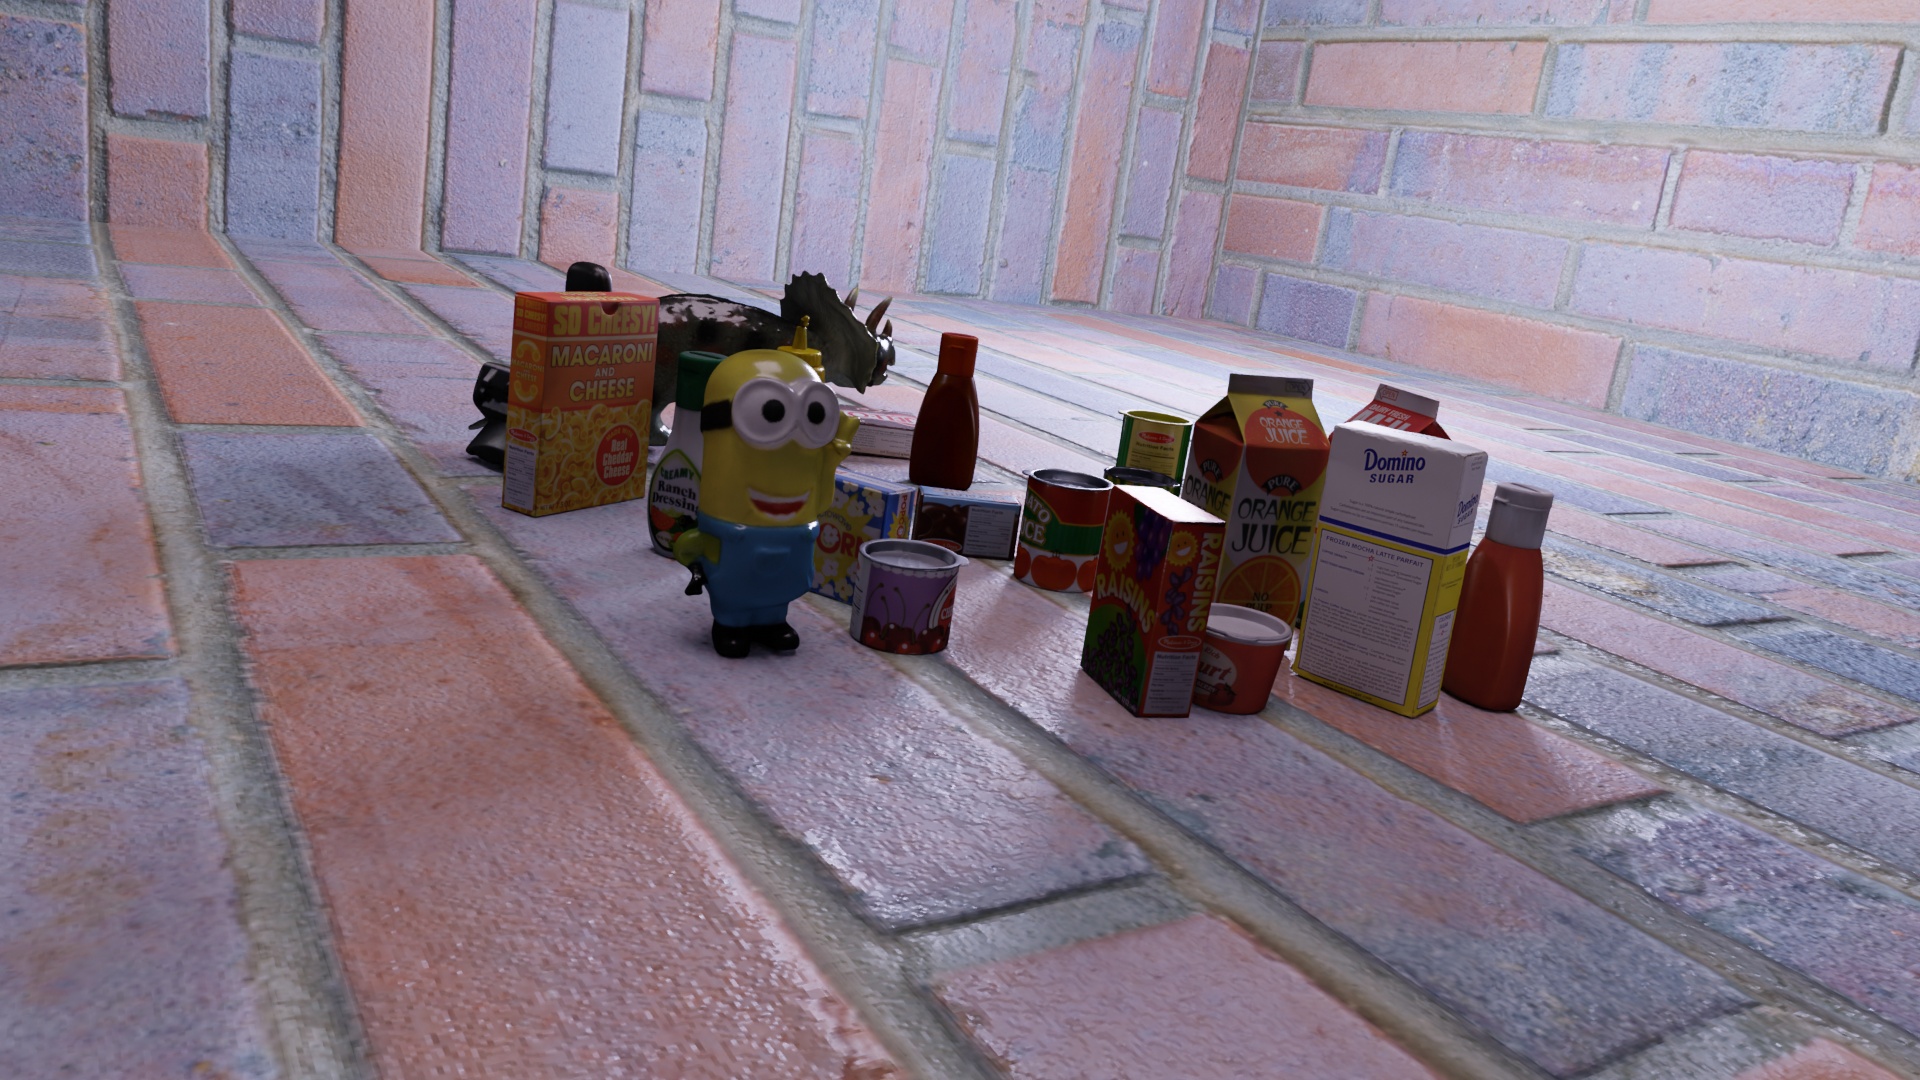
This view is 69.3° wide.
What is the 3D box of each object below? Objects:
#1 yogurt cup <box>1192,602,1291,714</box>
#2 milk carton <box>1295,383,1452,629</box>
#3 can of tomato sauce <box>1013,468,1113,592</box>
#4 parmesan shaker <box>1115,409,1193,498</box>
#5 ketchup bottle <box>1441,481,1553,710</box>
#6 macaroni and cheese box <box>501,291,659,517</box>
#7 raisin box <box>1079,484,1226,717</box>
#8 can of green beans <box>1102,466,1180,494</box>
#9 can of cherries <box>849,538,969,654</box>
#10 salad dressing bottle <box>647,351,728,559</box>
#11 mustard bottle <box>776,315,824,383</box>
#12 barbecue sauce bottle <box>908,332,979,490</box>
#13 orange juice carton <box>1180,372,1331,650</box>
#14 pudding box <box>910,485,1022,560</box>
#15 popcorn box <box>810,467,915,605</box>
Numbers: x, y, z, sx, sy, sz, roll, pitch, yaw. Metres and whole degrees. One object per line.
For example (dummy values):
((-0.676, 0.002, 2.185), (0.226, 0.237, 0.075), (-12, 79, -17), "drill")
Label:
((0.169, 0.074, 0.872), (0.072, 0.053, 0.072), (8, 14, -2), "yogurt cup")
((0.310, -0.016, 1.023), (0.073, 0.190, 0.072), (2, 15, -23), "milk carton")
((0.077, -0.009, 1.078), (0.071, 0.083, 0.071), (8, 14, -2), "can of tomato sauce")
((0.176, -0.068, 1.318), (0.071, 0.102, 0.071), (8, 14, -2), "parmesan shaker")
((0.363, 0.036, 0.937), (0.043, 0.148, 0.065), (2, 15, -22), "ketchup bottle")
((-0.296, -0.110, 1.093), (0.040, 0.166, 0.124), (15, 16, 27), "macaroni and cheese box")
((0.117, 0.036, 0.852), (0.040, 0.123, 0.086), (3, 15, -20), "raisin box")
((0.158, -0.031, 1.259), (0.071, 0.057, 0.071), (8, 14, -2), "can of green beans")
((-0.033, 0.036, 0.897), (0.071, 0.058, 0.072), (8, 14, -2), "can of cherries")
((-0.191, -0.061, 1.002), (0.064, 0.147, 0.044), (15, 15, 24), "salad dressing bottle")
((-0.147, -0.119, 1.223), (0.049, 0.159, 0.065), (12, 15, 15), "mustard bottle")
((-0.010, -0.125, 1.343), (0.065, 0.148, 0.044), (9, 14, 3), "barbecue sauce bottle")
((0.203, -0.022, 0.983), (0.072, 0.192, 0.073), (3, 15, -21), "orange juice carton")
((0.004, -0.014, 1.125), (0.084, 0.049, 0.030), (5, 14, -11), "pudding box")
((-0.097, -0.009, 0.980), (0.127, 0.085, 0.038), (16, 16, 28), "popcorn box")
